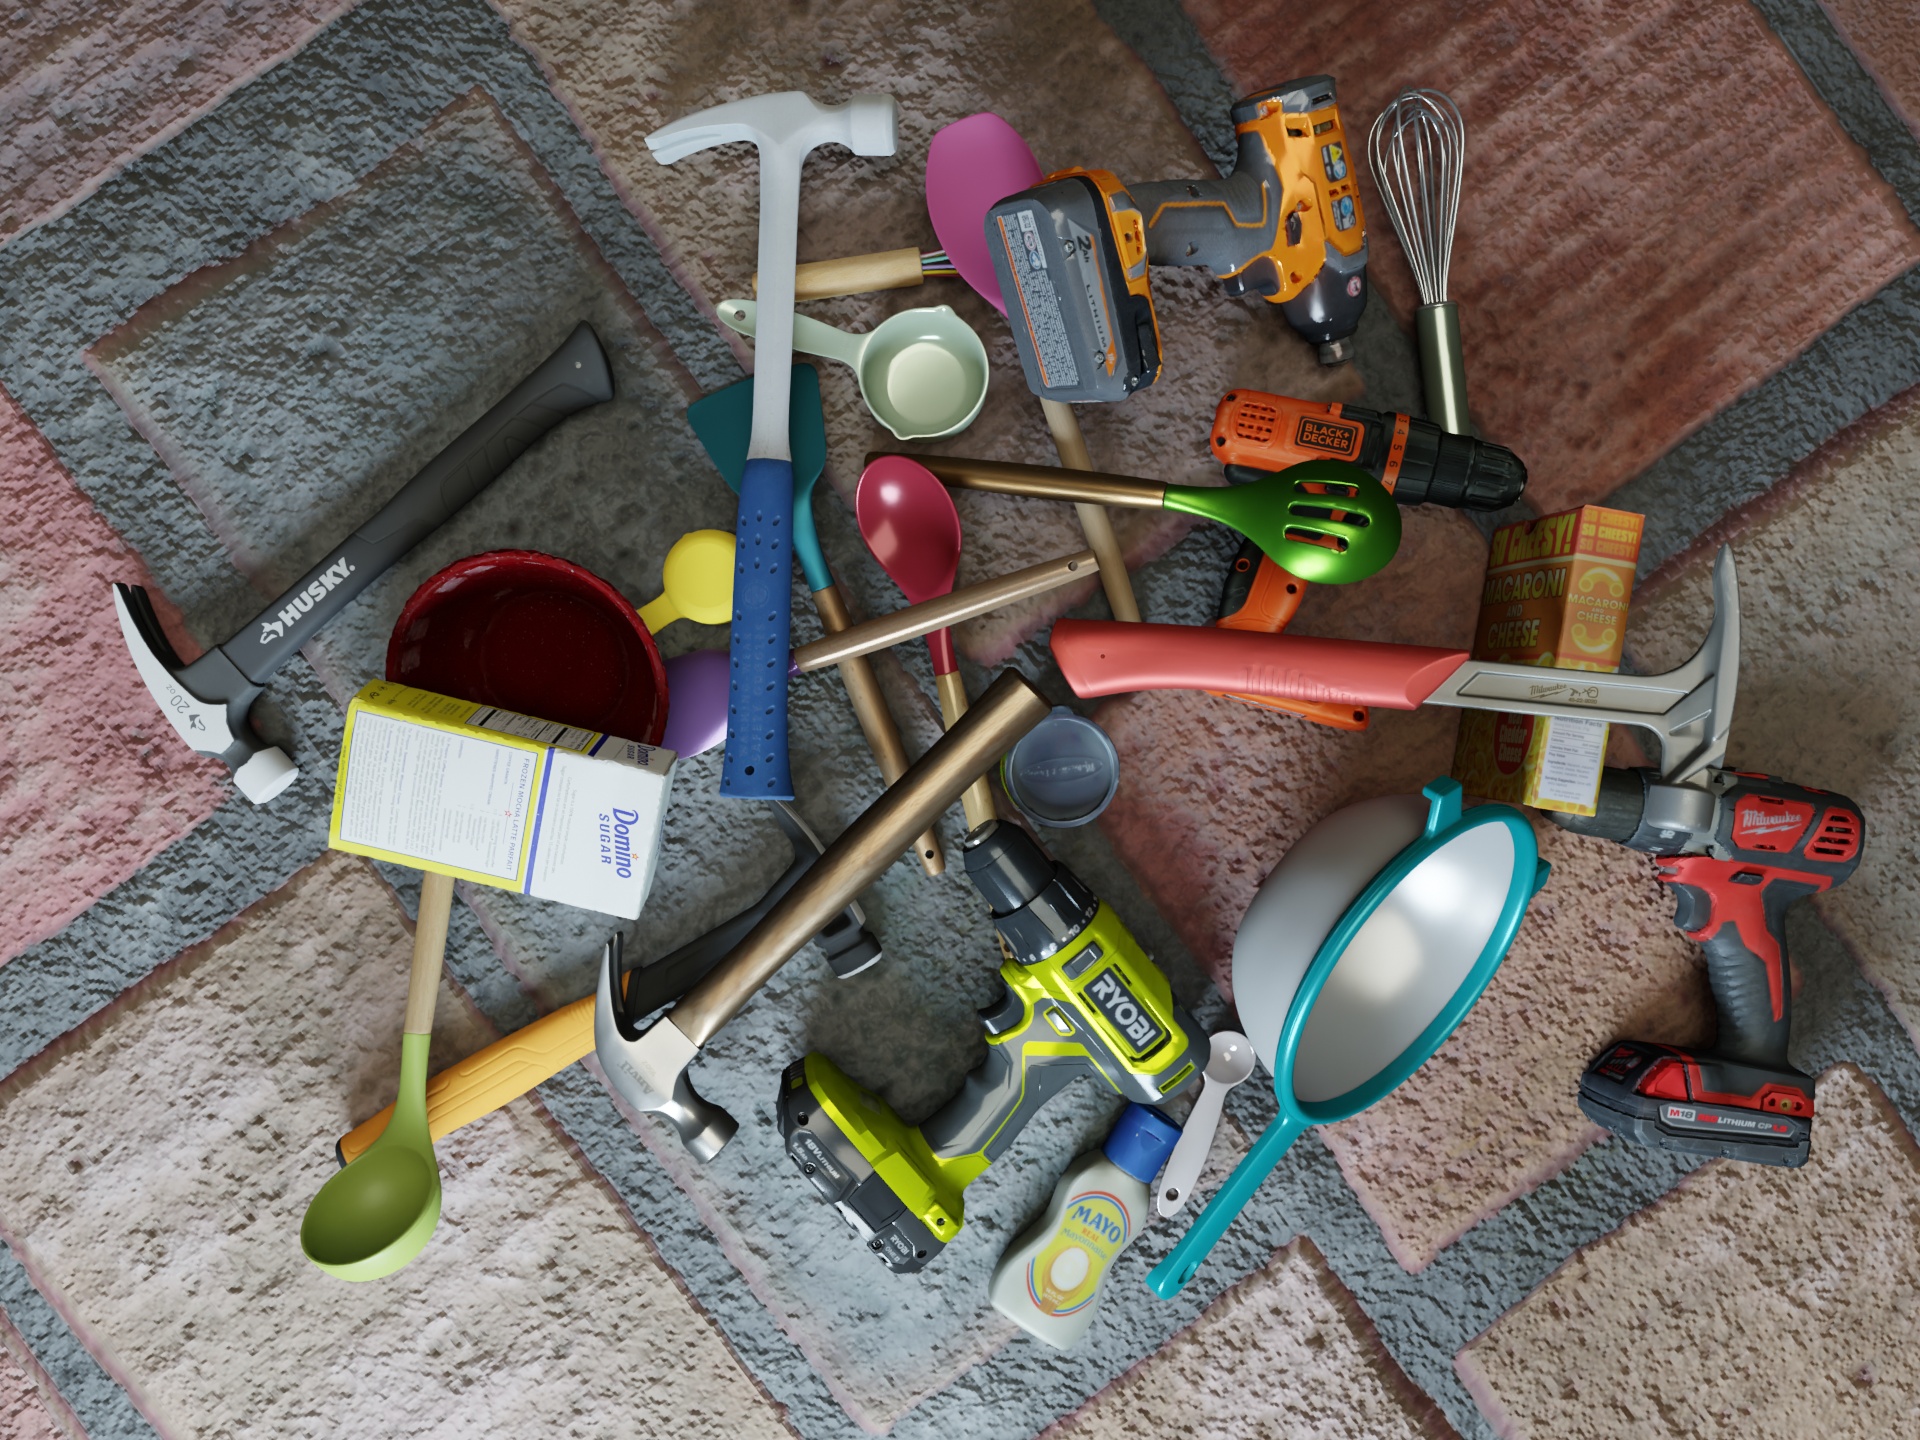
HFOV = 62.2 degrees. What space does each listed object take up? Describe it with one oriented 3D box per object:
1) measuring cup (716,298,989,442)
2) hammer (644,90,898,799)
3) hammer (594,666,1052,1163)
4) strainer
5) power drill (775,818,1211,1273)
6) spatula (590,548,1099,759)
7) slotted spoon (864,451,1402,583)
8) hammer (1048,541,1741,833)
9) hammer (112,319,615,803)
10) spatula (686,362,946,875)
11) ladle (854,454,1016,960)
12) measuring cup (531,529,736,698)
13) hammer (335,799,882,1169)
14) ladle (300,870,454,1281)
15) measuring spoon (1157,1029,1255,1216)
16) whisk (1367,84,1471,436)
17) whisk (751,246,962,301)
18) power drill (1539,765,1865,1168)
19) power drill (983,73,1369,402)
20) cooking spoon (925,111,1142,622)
[{"bbox_3d":[-0.063,-0.216,0.944,0.167,0.038,0.083,19,89,5],"label":"measuring cup"},{"bbox_3d":[-0.114,-0.158,0.907,0.144,0.035,0.405,2,86,6],"label":"hammer"},{"bbox_3d":[-0.078,0.094,0.903,0.130,0.031,0.331,45,94,-3],"label":"hammer"},{"bbox_3d":[0.189,0.171,0.914,0.095,0.210,0.340,40,97,39],"label":"strainer"},{"bbox_3d":[0.007,0.187,0.921,0.228,0.080,0.190,-39,101,-2],"label":"power drill"},{"bbox_3d":[-0.070,-0.041,0.922,0.316,0.018,0.060,-19,92,12],"label":"spatula"},{"bbox_3d":[0.092,-0.129,0.910,0.314,0.031,0.070,10,84,16],"label":"slotted spoon"},{"bbox_3d":[0.226,-0.035,0.868,0.359,0.036,0.149,7,89,19],"label":"hammer"},{"bbox_3d":[-0.336,-0.115,0.932,0.335,0.035,0.146,-42,93,-1],"label":"hammer"},{"bbox_3d":[-0.071,-0.056,0.951,0.082,0.044,0.317,-21,96,-3],"label":"spatula"},{"bbox_3d":[-0.002,-0.003,0.946,0.069,0.031,0.315,-10,97,34],"label":"ladle"},{"bbox_3d":[-0.189,-0.058,0.941,0.156,0.029,0.062,-33,92,-1],"label":"measuring cup"},{"bbox_3d":[-0.220,0.170,0.941,0.337,0.034,0.127,-31,93,-2],"label":"hammer"},{"bbox_3d":[-0.313,0.150,0.904,0.078,0.062,0.320,0,78,23],"label":"ladle"},{"bbox_3d":[0.145,0.245,0.971,0.034,0.018,0.124,20,97,-4],"label":"measuring spoon"},{"bbox_3d":[0.284,-0.256,0.954,0.058,0.059,0.246,-5,96,34],"label":"whisk"},{"bbox_3d":[-0.001,-0.270,0.941,0.245,0.051,0.047,-8,97,1],"label":"whisk"},{"bbox_3d":[0.429,0.137,0.950,0.188,0.080,0.227,9,88,-3],"label":"power drill"},{"bbox_3d":[0.138,-0.254,0.898,0.226,0.084,0.164,-27,111,-24],"label":"power drill"},{"bbox_3d":[0.053,-0.192,0.929,0.069,0.017,0.318,-17,102,13],"label":"cooking spoon"}]
